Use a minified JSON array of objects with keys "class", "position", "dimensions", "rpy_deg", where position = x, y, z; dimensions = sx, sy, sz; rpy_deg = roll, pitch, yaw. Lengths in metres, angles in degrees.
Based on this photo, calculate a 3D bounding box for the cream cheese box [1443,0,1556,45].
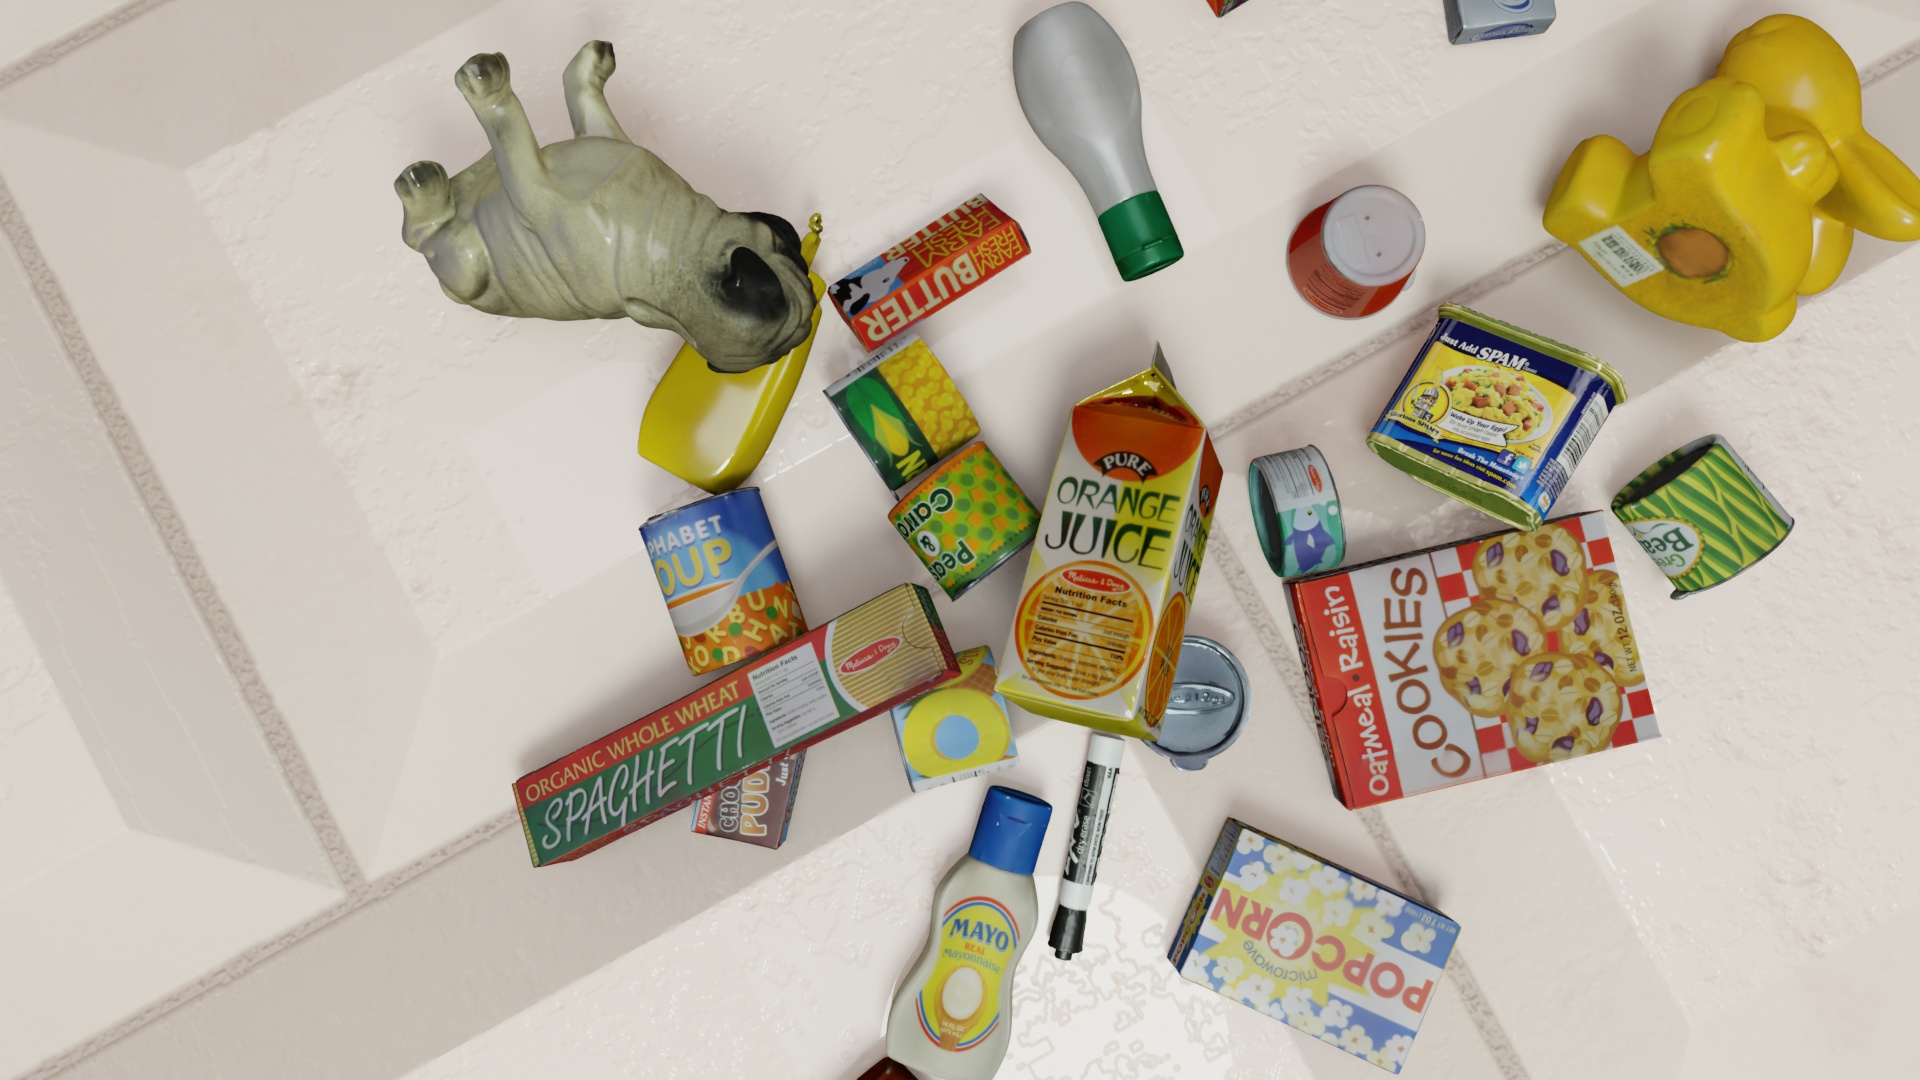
[{"class":"cream cheese box","position":[0.292,-0.330,0.767],"dimensions":[0.053,0.024,0.104],"rpy_deg":[-8,87,1]}]

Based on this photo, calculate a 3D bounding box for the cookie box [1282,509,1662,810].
[{"class":"cookie box","position":[0.268,0.062,0.737],"dimensions":[0.167,0.040,0.123],"rpy_deg":[-13,87,0]}]

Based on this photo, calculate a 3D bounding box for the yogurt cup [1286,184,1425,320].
[{"class":"yogurt cup","position":[0.214,-0.156,0.743],"dimensions":[0.072,0.054,0.072],"rpy_deg":[0,87,1]}]

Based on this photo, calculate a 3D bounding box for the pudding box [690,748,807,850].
[{"class":"pudding box","position":[-0.110,0.117,0.740],"dimensions":[0.050,0.030,0.083],"rpy_deg":[13,87,2]}]

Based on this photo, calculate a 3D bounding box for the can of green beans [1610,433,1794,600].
[{"class":"can of green beans","position":[0.387,-0.014,0.728],"dimensions":[0.071,0.071,0.058],"rpy_deg":[-39,87,-2]}]

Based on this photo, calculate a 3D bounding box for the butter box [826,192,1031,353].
[{"class":"butter box","position":[-0.018,-0.144,0.743],"dimensions":[0.103,0.053,0.024],"rpy_deg":[-32,125,-1]}]

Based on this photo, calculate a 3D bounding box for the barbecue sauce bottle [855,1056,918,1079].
[{"class":"barbecue sauce bottle","position":[-0.009,0.344,0.721],"dimensions":[0.065,0.043,0.148],"rpy_deg":[-43,88,-2]}]

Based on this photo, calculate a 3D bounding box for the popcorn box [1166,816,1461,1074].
[{"class":"popcorn box","position":[0.185,0.212,0.730],"dimensions":[0.127,0.038,0.085],"rpy_deg":[24,88,2]}]

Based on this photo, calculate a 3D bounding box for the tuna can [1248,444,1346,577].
[{"class":"tuna can","position":[0.176,-0.013,0.731],"dimensions":[0.033,0.071,0.071],"rpy_deg":[-12,87,1]}]

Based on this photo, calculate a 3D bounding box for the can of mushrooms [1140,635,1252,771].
[{"class":"can of mushrooms","position":[0.119,0.086,0.740],"dimensions":[0.071,0.033,0.071],"rpy_deg":[0,87,0]}]

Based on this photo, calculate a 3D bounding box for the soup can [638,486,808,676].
[{"class":"soup can","position":[-0.125,0.022,0.725],"dimensions":[0.071,0.071,0.084],"rpy_deg":[-20,87,-1]}]

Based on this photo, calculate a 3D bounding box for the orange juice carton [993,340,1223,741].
[{"class":"orange juice carton","position":[0.083,-0.002,0.708],"dimensions":[0.073,0.071,0.193],"rpy_deg":[11,77,21]}]

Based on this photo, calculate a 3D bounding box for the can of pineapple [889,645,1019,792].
[{"class":"can of pineapple","position":[-0.005,0.091,0.723],"dimensions":[0.058,0.071,0.071],"rpy_deg":[-14,87,-1]}]

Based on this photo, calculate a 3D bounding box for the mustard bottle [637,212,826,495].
[{"class":"mustard bottle","position":[-0.111,-0.103,0.743],"dimensions":[0.065,0.049,0.160],"rpy_deg":[29,87,8]}]

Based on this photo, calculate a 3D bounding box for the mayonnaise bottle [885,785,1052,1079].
[{"class":"mayonnaise bottle","position":[0.010,0.205,0.729],"dimensions":[0.065,0.041,0.148],"rpy_deg":[17,88,3]}]

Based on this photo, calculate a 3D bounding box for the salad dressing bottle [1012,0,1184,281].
[{"class":"salad dressing bottle","position":[0.077,-0.214,0.753],"dimensions":[0.064,0.044,0.147],"rpy_deg":[-22,88,-3]}]

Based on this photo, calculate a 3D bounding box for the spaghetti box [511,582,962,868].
[{"class":"spaghetti box","position":[-0.118,0.096,0.706],"dimensions":[0.250,0.028,0.050],"rpy_deg":[-27,73,14]}]

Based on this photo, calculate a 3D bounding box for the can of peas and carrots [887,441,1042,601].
[{"class":"can of peas and carrots","position":[0.003,-0.009,0.728],"dimensions":[0.071,0.071,0.059],"rpy_deg":[-38,87,-2]}]

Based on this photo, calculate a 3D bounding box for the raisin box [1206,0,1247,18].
[{"class":"raisin box","position":[0.186,-0.341,0.737],"dimensions":[0.123,0.086,0.040],"rpy_deg":[-33,86,-1]}]

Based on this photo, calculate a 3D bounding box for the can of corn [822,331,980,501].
[{"class":"can of corn","position":[-0.029,-0.066,0.733],"dimensions":[0.058,0.071,0.071],"rpy_deg":[-34,87,-2]}]
